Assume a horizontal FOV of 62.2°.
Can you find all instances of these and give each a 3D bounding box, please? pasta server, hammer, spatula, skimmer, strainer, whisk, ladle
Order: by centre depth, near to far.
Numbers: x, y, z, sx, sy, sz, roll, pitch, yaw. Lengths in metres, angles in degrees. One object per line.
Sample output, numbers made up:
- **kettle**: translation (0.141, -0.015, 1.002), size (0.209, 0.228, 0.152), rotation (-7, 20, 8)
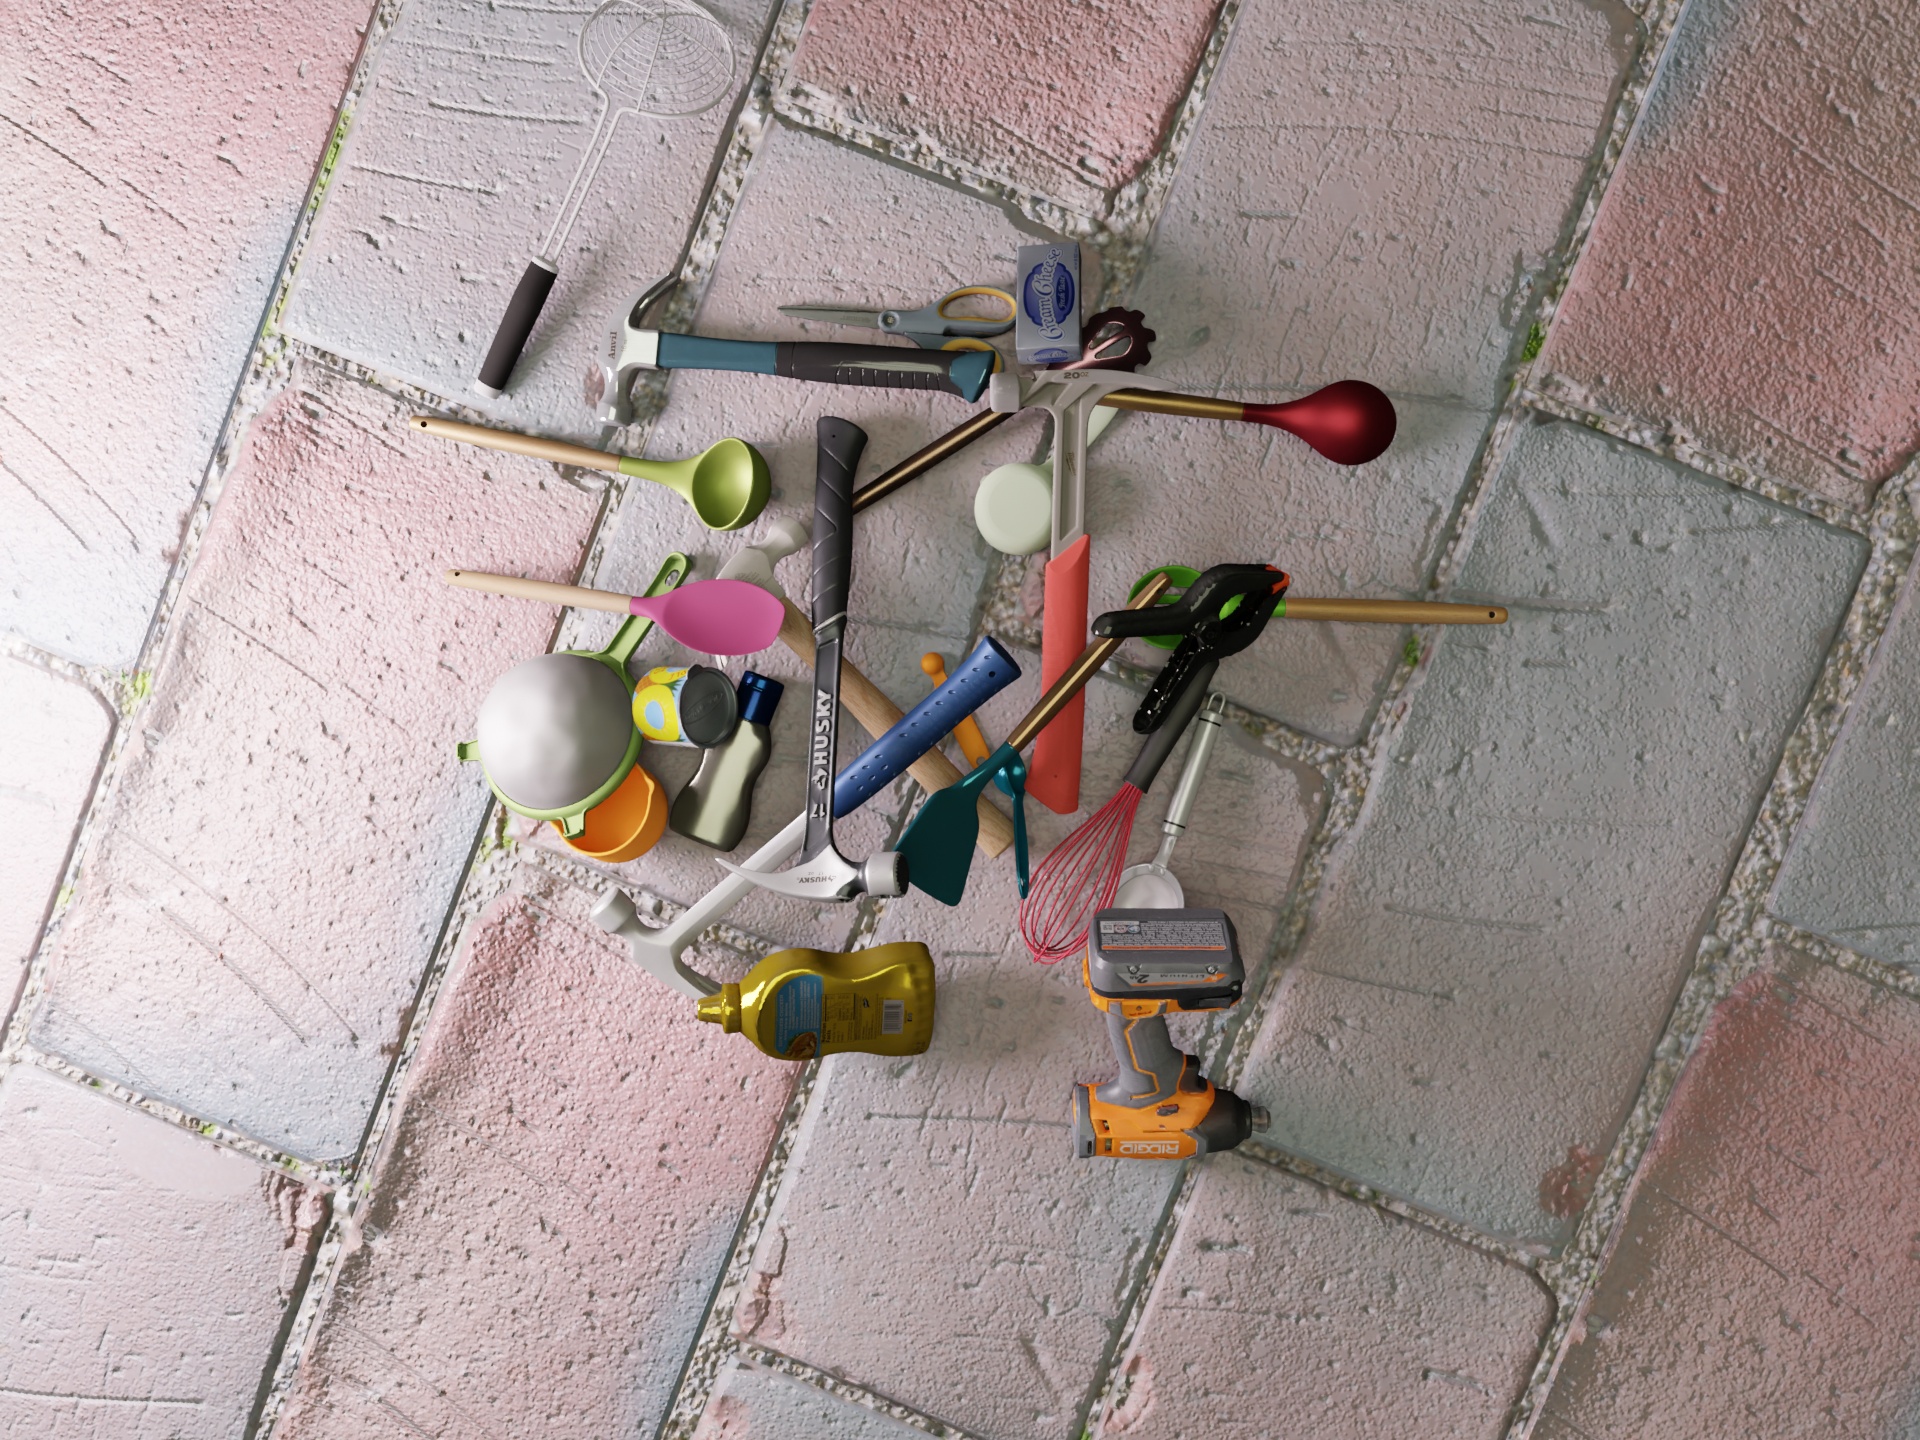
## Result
- **hammer**: translation (-0.109, -0.056, 1.263), size (0.149, 0.036, 0.409), rotation (-5, 70, 16)
- **spatula**: translation (0.065, 0.007, 1.271), size (0.082, 0.044, 0.317), rotation (38, 96, -33)
- **hammer**: translation (-0.111, 0.081, 1.292), size (0.405, 0.035, 0.144), rotation (-40, 105, 13)
- **hammer**: translation (0.095, -0.102, 1.292), size (0.149, 0.037, 0.359), rotation (0, 101, -2)
- **ladle**: translation (0.203, -0.255, 1.293), size (0.315, 0.031, 0.069), rotation (6, 96, -2)
- **strainer**: translation (-0.310, -0.041, 1.307), size (0.152, 0.069, 0.256), rotation (31, 83, 24)
- **hammer**: translation (-0.137, -0.296, 1.312), size (0.331, 0.033, 0.128), rotation (6, 94, 7)
- **whisk**: translation (0.134, 0.071, 1.313), size (0.073, 0.073, 0.296), rotation (31, 88, 1)
- **hammer**: translation (-0.077, -0.011, 1.319), size (0.331, 0.031, 0.130), rotation (46, 70, -4)
- **strainer**: translation (0.176, 0.098, 1.320), size (0.087, 0.050, 0.258), rotation (17, 87, 46)
- **pasta server**: translation (0.021, -0.247, 1.322), size (0.316, 0.040, 0.060), rotation (-31, 91, 8)
- **ladle**: translation (-0.311, -0.220, 1.325), size (0.320, 0.062, 0.078), rotation (12, 93, 5)
- **skimmer**: translation (-0.310, -0.434, 1.329), size (0.127, 0.090, 0.363), rotation (29, 104, -2)

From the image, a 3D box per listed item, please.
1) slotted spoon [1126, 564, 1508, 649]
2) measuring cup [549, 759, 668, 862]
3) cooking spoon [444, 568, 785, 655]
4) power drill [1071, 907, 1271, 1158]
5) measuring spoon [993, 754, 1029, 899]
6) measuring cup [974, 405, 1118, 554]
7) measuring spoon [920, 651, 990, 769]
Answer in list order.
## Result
- **slotted spoon**: translation (0.293, -0.090, 1.313), size (0.314, 0.031, 0.070), rotation (2, 93, 1)
- **measuring cup**: translation (-0.300, 0.038, 1.344), size (0.095, 0.052, 0.174), rotation (-20, 67, 8)
- **cooking spoon**: translation (-0.289, -0.098, 1.303), size (0.319, 0.017, 0.069), rotation (10, 66, 19)
- **power drill**: translation (0.173, 0.261, 1.275), size (0.164, 0.084, 0.226), rotation (0, 121, 1)
- **measuring spoon**: translation (0.041, 0.086, 1.313), size (0.021, 0.042, 0.129), rotation (-13, 69, 25)
- **measuring cup**: translation (0.078, -0.210, 1.312), size (0.083, 0.038, 0.167), rotation (41, 96, 1)
- **measuring spoon**: translation (-0.002, -0.004, 1.339), size (0.021, 0.011, 0.117), rotation (-26, 91, 4)
